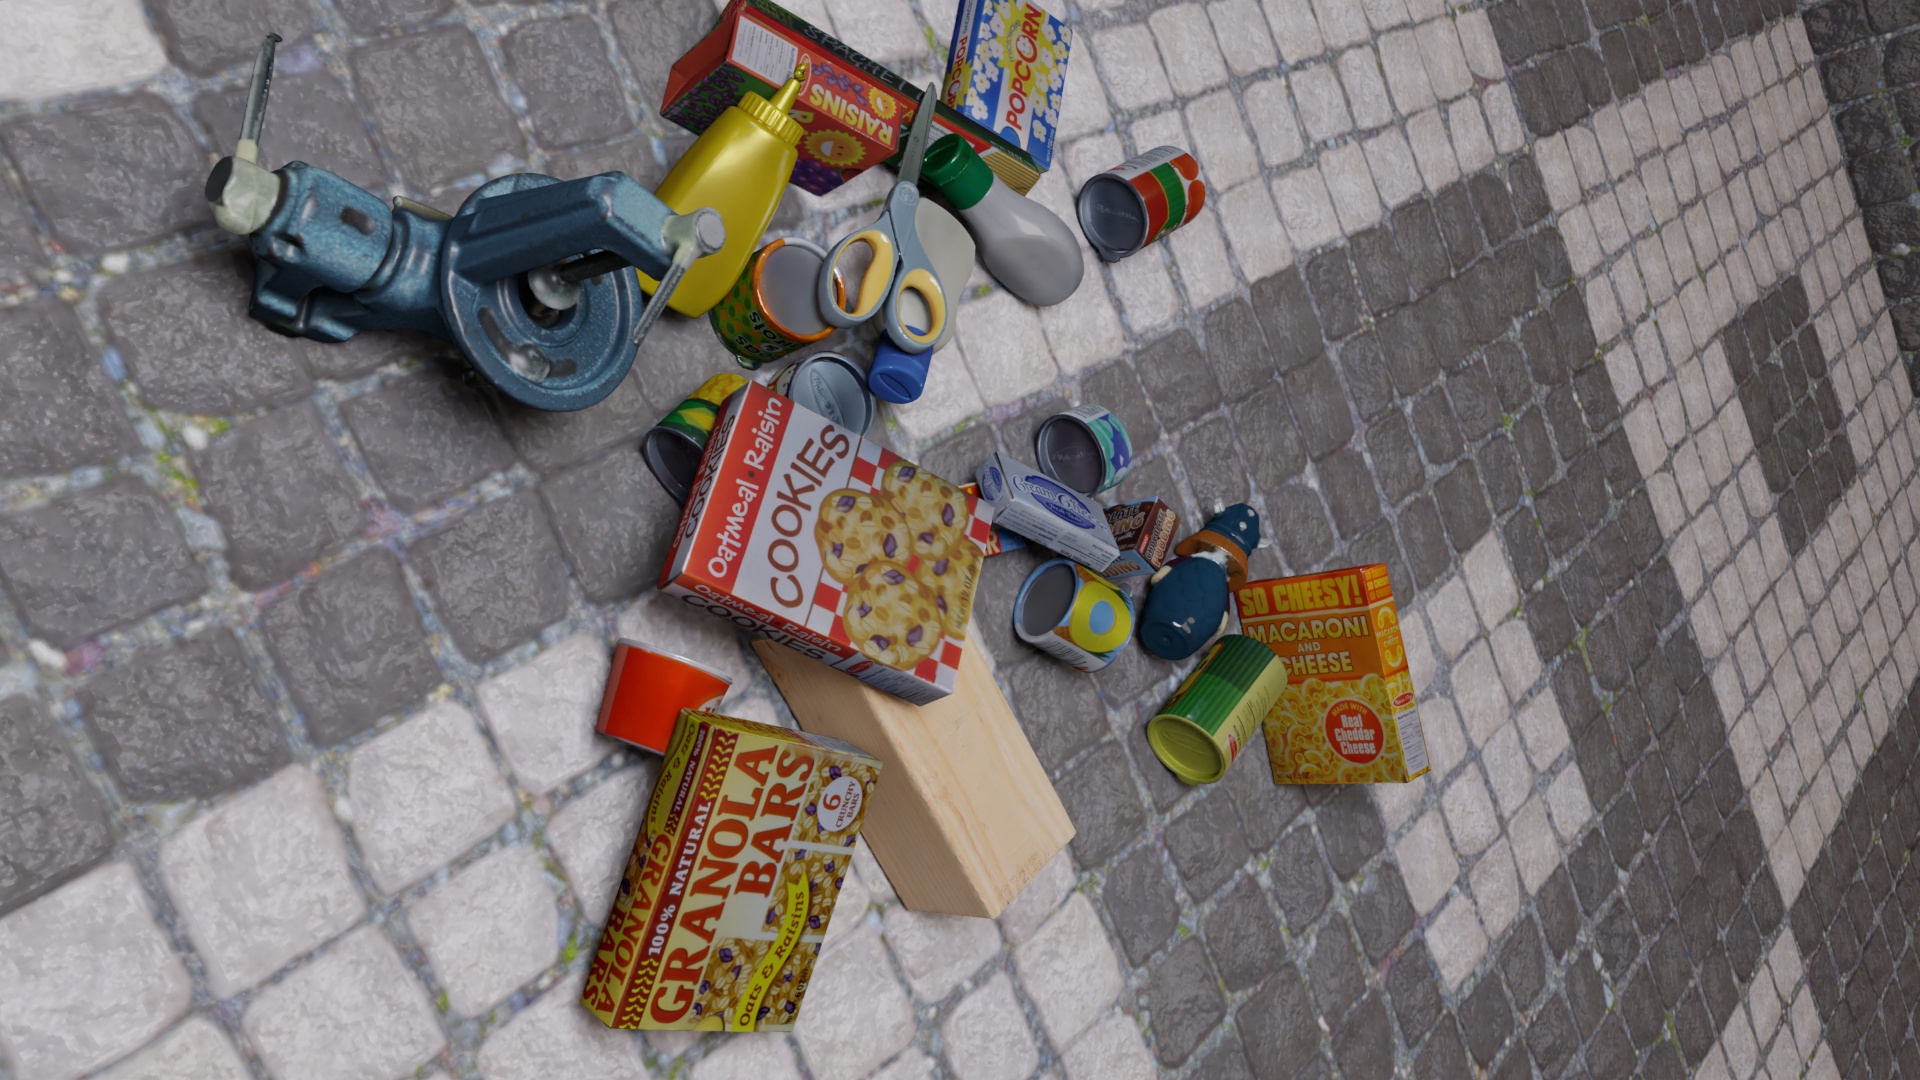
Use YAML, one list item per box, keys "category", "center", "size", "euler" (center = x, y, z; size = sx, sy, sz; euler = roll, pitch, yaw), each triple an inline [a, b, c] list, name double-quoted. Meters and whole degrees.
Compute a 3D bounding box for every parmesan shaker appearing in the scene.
- category: "parmesan shaker"
  center: [0.197, 0.129, 1.062]
  size: [0.103, 0.071, 0.071]
  euler: [-44, 110, -36]

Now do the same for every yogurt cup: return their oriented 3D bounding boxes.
- category: "yogurt cup"
  center: [-0.167, 0.090, 0.771]
  size: [0.072, 0.072, 0.054]
  euler: [28, 74, -33]

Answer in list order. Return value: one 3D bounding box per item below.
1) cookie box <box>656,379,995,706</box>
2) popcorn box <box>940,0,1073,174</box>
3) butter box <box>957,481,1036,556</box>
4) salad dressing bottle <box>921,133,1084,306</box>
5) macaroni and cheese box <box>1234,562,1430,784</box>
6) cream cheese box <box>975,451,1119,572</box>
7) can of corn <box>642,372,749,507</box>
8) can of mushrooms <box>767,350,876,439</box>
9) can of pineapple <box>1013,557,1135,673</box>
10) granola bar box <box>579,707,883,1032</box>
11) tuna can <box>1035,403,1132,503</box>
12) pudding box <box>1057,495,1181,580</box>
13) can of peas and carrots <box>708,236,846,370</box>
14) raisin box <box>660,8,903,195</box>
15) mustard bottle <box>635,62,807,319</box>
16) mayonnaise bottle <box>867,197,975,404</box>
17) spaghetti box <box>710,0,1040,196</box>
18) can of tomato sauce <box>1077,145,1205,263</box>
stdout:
- category: "cookie box"
  center: [-0.070, 0.003, 0.773]
  size: [0.167, 0.040, 0.123]
  euler: [27, 59, -23]
- category: "popcorn box"
  center: [0.033, -0.340, 1.025]
  size: [0.085, 0.038, 0.127]
  euler: [23, 68, -36]
- category: "butter box"
  center: [0.003, -0.012, 0.953]
  size: [0.104, 0.024, 0.053]
  euler: [-14, 91, -40]
- category: "salad dressing bottle"
  center: [0.030, -0.224, 0.975]
  size: [0.147, 0.064, 0.044]
  euler: [39, 46, -41]
- category: "macaroni and cheese box"
  center: [0.293, 0.108, 1.105]
  size: [0.040, 0.123, 0.166]
  euler: [-12, 90, -43]
- category: "cream cheese box"
  center: [0.061, -0.019, 0.951]
  size: [0.104, 0.024, 0.053]
  euler: [25, 30, -33]
- category: "can of corn"
  center: [-0.140, -0.056, 0.813]
  size: [0.071, 0.071, 0.058]
  euler: [54, 53, -19]
- category: "can of mushrooms"
  center: [-0.091, -0.084, 0.882]
  size: [0.071, 0.033, 0.071]
  euler: [7, 78, -39]
- category: "can of pineapple"
  center: [0.080, 0.051, 0.977]
  size: [0.058, 0.071, 0.071]
  euler: [30, 65, -32]
- category: "granola bar box"
  center: [-0.122, 0.185, 0.766]
  size: [0.124, 0.039, 0.165]
  euler: [21, 86, -44]
- category: "tuna can"
  center: [0.090, -0.062, 1.005]
  size: [0.033, 0.071, 0.071]
  euler: [-25, 99, -40]
- category: "pudding box"
  center: [0.114, 0.000, 1.002]
  size: [0.030, 0.083, 0.050]
  euler: [43, 59, -26]
- category: "can of peas and carrots"
  center: [-0.113, -0.146, 0.858]
  size: [0.071, 0.058, 0.071]
  euler: [8, 78, -38]
- category: "raisin box"
  center: [-0.110, -0.268, 0.864]
  size: [0.123, 0.086, 0.040]
  euler: [20, 69, -36]
- category: "mustard bottle"
  center: [-0.134, -0.209, 0.812]
  size: [0.065, 0.049, 0.160]
  euler: [31, 98, -33]
- category: "mayonnaise bottle"
  center: [-0.029, -0.157, 0.920]
  size: [0.064, 0.041, 0.149]
  euler: [38, 48, -32]
- category: "spaghetti box"
  center: [-0.054, -0.288, 0.933]
  size: [0.250, 0.050, 0.029]
  euler: [20, 36, -35]
- category: "can of tomato sauce"
  center: [0.142, -0.263, 1.084]
  size: [0.083, 0.071, 0.071]
  euler: [-34, 104, -38]
